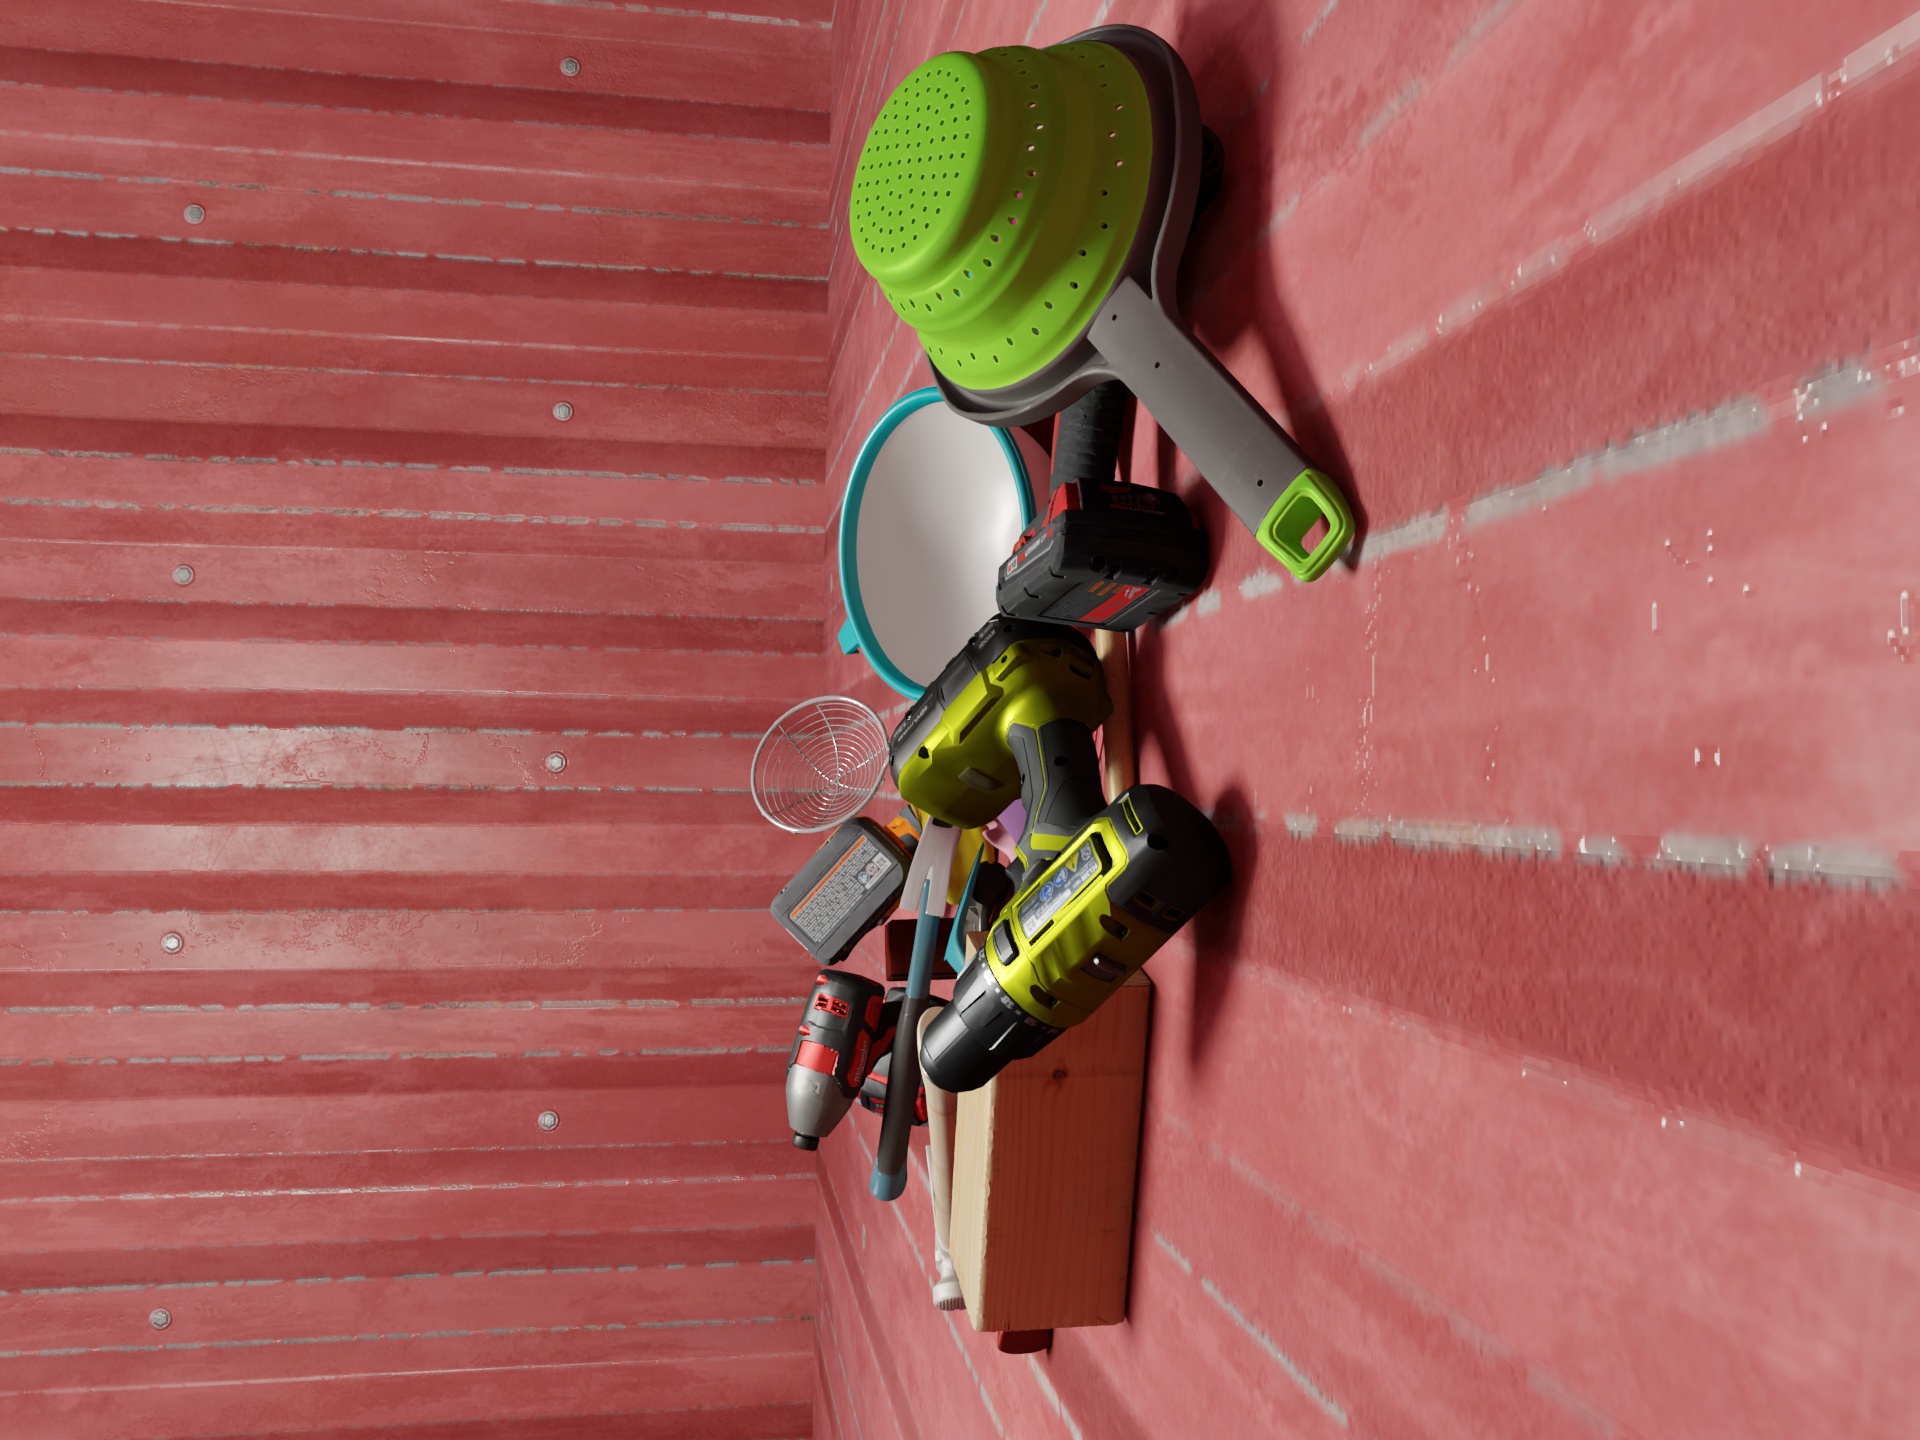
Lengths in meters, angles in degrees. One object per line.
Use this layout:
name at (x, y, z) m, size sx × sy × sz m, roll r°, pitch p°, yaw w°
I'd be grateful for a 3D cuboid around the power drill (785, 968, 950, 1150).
power drill at (-0.078, 0.289, 1.346) m, size 0.219 × 0.078 × 0.143 m, roll 31°, pitch -107°, yaw -66°

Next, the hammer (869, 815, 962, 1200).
hammer at (-0.035, 0.226, 1.259) m, size 0.128 × 0.033 × 0.331 m, roll -60°, pitch -20°, yaw -73°

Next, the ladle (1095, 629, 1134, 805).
ladle at (0.087, -0.078, 0.928) m, size 0.069 × 0.031 × 0.315 m, roll 134°, pitch 134°, yaw -75°

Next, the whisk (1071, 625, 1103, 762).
whisk at (0.062, 0.075, 0.975) m, size 0.073 × 0.073 × 0.296 m, roll -176°, pitch 81°, yaw -80°

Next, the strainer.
strainer at (0.021, -0.180, 1.073) m, size 0.211 × 0.095 × 0.340 m, roll 24°, pitch 109°, yaw 48°

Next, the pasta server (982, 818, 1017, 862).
pasta server at (0.049, 0.139, 1.087) m, size 0.040 × 0.060 × 0.317 m, roll 49°, pitch -156°, yaw -47°

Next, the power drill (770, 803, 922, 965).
power drill at (-0.093, 0.155, 1.440) m, size 0.164 × 0.084 × 0.226 m, roll -48°, pitch -8°, yaw 6°

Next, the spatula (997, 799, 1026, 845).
spatula at (0.055, 0.116, 1.070) m, size 0.060 × 0.018 × 0.316 m, roll -30°, pitch 51°, yaw 27°

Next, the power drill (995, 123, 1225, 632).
power drill at (0.082, -0.174, 0.819) m, size 0.188 × 0.080 × 0.227 m, roll 146°, pitch 129°, yaw -70°

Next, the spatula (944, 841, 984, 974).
spatula at (0.036, 0.209, 1.112) m, size 0.318 × 0.044 × 0.082 m, roll -119°, pitch 41°, yaw -51°

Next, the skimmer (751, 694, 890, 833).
skimmer at (-0.055, -0.005, 1.241) m, size 0.363 × 0.090 × 0.127 m, roll -34°, pitch 43°, yaw 55°

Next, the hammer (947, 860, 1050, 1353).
hammer at (0.027, 0.293, 1.204) m, size 0.149 × 0.036 × 0.359 m, roll 103°, pitch 165°, yaw -51°

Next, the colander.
colander at (0.043, -0.199, 0.717) m, size 0.204 × 0.094 × 0.398 m, roll -55°, pitch 43°, yaw 26°

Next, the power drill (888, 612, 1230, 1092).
power drill at (0.031, 0.066, 0.836) m, size 0.190 × 0.080 × 0.229 m, roll -48°, pitch 33°, yaw 22°

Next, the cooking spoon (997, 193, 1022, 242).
cooking spoon at (0.023, -0.326, 1.342) m, size 0.318 × 0.017 × 0.069 m, roll 108°, pitch 161°, yaw -58°

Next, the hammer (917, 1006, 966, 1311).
hammer at (-0.012, 0.326, 1.249) m, size 0.410 × 0.038 × 0.146 m, roll 89°, pitch 176°, yaw -52°
